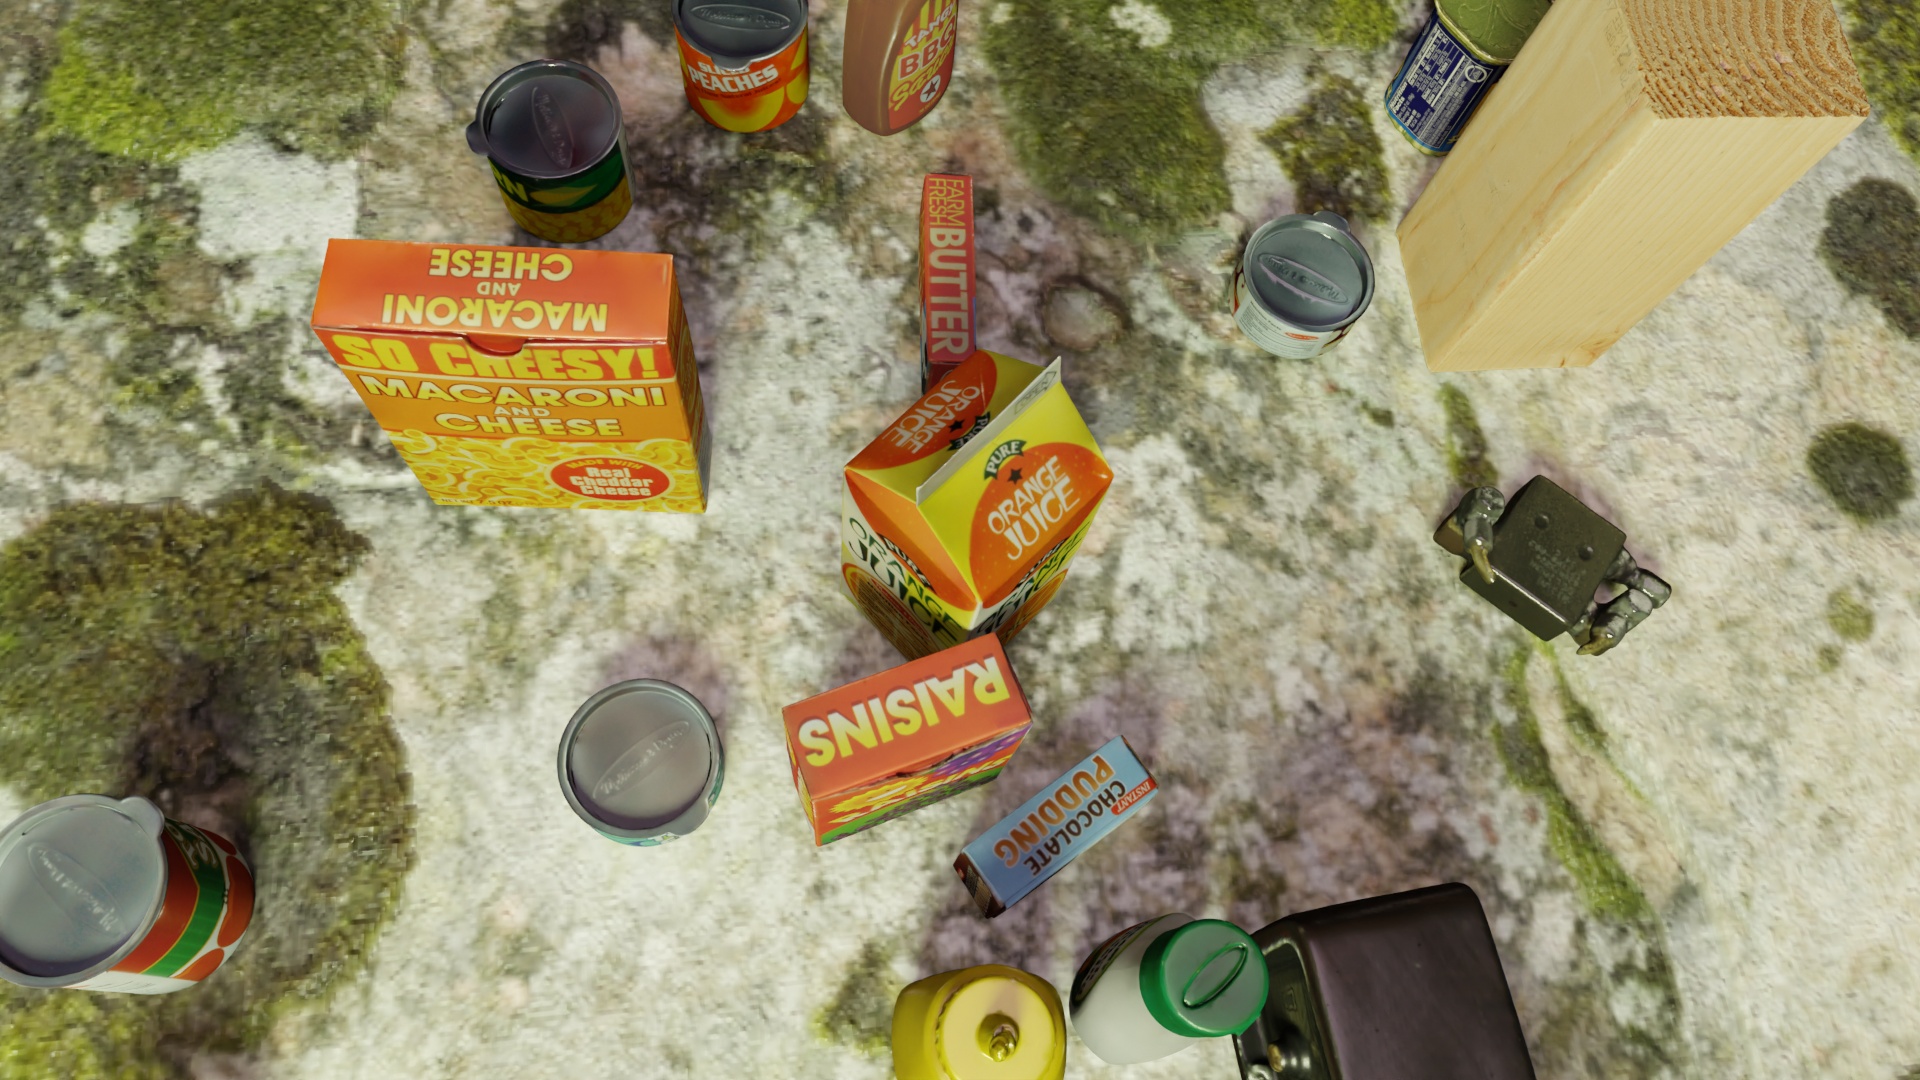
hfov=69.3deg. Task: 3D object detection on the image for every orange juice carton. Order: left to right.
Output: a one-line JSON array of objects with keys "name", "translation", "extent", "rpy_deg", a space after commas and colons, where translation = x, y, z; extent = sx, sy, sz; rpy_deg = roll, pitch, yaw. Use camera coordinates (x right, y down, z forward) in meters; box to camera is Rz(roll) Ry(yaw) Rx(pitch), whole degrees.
[{"name": "orange juice carton", "translation": [0.002, -0.007, 0.546], "extent": [0.072, 0.192, 0.073], "rpy_deg": [-42, 79, -17]}]

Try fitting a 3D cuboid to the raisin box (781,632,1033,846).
[{"name": "raisin box", "translation": [-0.024, 0.082, 0.547], "extent": [0.086, 0.123, 0.040], "rpy_deg": [-18, 73, -11]}]

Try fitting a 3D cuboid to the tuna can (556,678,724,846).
[{"name": "tuna can", "translation": [-0.131, 0.095, 0.580], "extent": [0.071, 0.032, 0.071], "rpy_deg": [2, 70, -5]}]

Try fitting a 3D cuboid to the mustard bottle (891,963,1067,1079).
[{"name": "mustard bottle", "translation": [0.010, 0.177, 0.495], "extent": [0.065, 0.159, 0.049], "rpy_deg": [0, 70, -5]}]

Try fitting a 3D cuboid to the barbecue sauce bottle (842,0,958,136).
[{"name": "barbecue sauce bottle", "translation": [-0.027, -0.260, 0.661], "extent": [0.044, 0.148, 0.065], "rpy_deg": [40, 71, 9]}]

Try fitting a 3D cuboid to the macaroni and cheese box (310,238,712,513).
[{"name": "macaroni and cheese box", "translation": [-0.170, -0.059, 0.563], "extent": [0.124, 0.166, 0.040], "rpy_deg": [2, 70, -5]}]

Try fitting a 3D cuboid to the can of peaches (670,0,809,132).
[{"name": "can of peaches", "translation": [-0.109, -0.246, 0.697], "extent": [0.071, 0.058, 0.071], "rpy_deg": [2, 70, -5]}]

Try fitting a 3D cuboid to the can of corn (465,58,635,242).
[{"name": "can of corn", "translation": [-0.194, -0.184, 0.665], "extent": [0.071, 0.058, 0.071], "rpy_deg": [2, 70, -5]}]

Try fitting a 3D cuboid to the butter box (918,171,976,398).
[{"name": "butter box", "translation": [-0.007, -0.118, 0.661], "extent": [0.024, 0.053, 0.104], "rpy_deg": [1, 70, -5]}]

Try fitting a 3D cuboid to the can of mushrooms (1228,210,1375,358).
[{"name": "can of mushrooms", "translation": [0.170, -0.128, 0.692], "extent": [0.071, 0.033, 0.071], "rpy_deg": [2, 70, -5]}]

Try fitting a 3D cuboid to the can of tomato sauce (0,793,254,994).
[{"name": "can of tomato sauce", "translation": [-0.314, 0.133, 0.522], "extent": [0.071, 0.082, 0.071], "rpy_deg": [2, 70, -5]}]

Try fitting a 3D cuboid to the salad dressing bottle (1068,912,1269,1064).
[{"name": "salad dressing bottle", "translation": [0.076, 0.164, 0.513], "extent": [0.064, 0.147, 0.044], "rpy_deg": [-38, 78, -17]}]

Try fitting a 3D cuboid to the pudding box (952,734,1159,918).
[{"name": "pudding box", "translation": [0.039, 0.120, 0.578], "extent": [0.084, 0.049, 0.030], "rpy_deg": [-33, 76, -16]}]
